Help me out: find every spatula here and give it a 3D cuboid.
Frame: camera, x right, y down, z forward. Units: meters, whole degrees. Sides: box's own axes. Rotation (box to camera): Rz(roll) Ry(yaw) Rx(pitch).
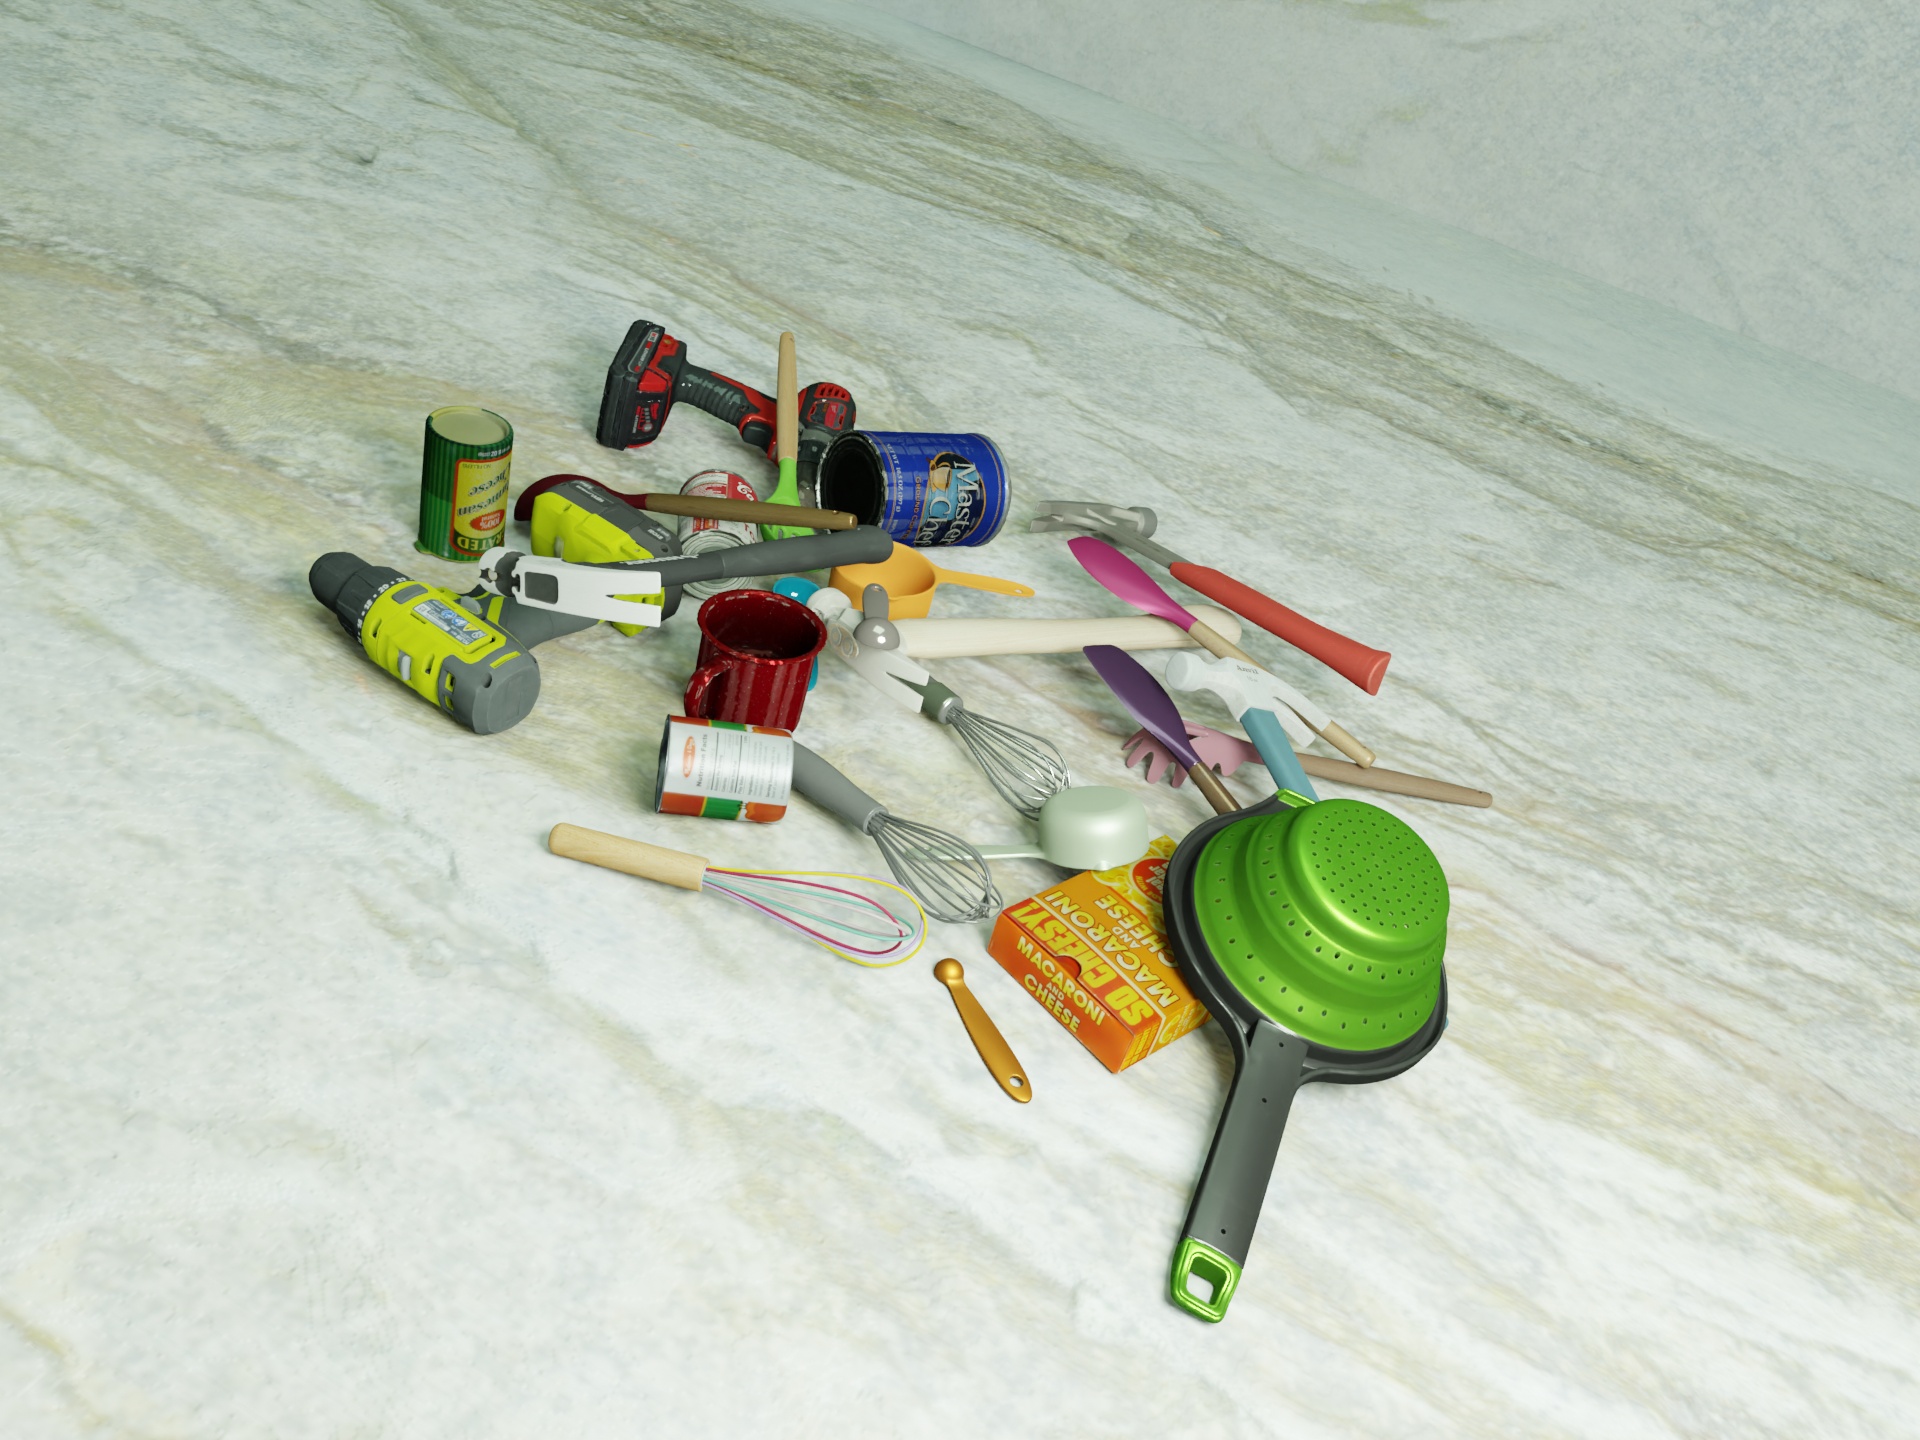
[{"bbox_3d":[0.190,0.054,1.175,0.059,0.018,0.316,-4,49,-42],"label":"spatula"}]

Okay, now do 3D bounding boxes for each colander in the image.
[{"bbox_3d":[0.208,0.168,0.948,0.204,0.094,0.397,30,46,2],"label":"colander"}]

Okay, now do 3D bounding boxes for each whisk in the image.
[{"bbox_3d":[-0.060,0.068,1.062,0.055,0.055,0.239,-18,38,-40],"label":"whisk"},{"bbox_3d":[-0.140,0.106,0.994,0.245,0.047,0.051,14,26,4],"label":"whisk"},{"bbox_3d":[-0.002,-0.004,1.196,0.057,0.059,0.247,-4,33,-46],"label":"whisk"}]

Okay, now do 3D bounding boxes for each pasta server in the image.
[{"bbox_3d":[0.283,0.043,1.271,0.316,0.040,0.060,11,35,-15],"label":"pasta server"}]

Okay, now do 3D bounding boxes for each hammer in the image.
[{"bbox_3d":[0.082,-0.064,1.281,0.410,0.038,0.146,-4,30,-37],"label":"hammer"},{"bbox_3d":[0.258,0.082,1.149,0.128,0.033,0.331,9,44,-33],"label":"hammer"},{"bbox_3d":[-0.165,-0.112,1.146,0.146,0.035,0.334,14,18,36],"label":"hammer"},{"bbox_3d":[0.223,-0.115,1.392,0.149,0.036,0.359,-4,30,-41],"label":"hammer"}]

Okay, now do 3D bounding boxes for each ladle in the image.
[{"bbox_3d":[-0.222,-0.168,1.249,0.315,0.031,0.069,8,36,24],"label":"ladle"}]

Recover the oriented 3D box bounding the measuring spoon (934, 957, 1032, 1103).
[{"bbox_3d":[0.015,0.186,0.969,0.021,0.011,0.117,-6,40,-29],"label":"measuring spoon"}]

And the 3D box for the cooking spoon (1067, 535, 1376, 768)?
[{"bbox_3d":[0.213,-0.063,1.318,0.319,0.017,0.068,41,34,21],"label":"cooking spoon"}]

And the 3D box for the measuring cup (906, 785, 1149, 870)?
[{"bbox_3d":[0.046,0.073,1.086,0.167,0.038,0.083,-3,18,-4],"label":"measuring cup"}]

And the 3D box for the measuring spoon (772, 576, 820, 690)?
[{"bbox_3d":[-0.128,-0.064,1.258,0.042,0.021,0.129,6,45,-17],"label":"measuring spoon"}]

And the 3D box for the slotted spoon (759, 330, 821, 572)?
[{"bbox_3d":[-0.149,-0.239,1.385,0.070,0.031,0.314,31,38,-35],"label":"slotted spoon"}]

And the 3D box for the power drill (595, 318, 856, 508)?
[{"bbox_3d":[-0.210,-0.265,1.447,0.226,0.080,0.188,16,41,-8],"label":"power drill"}]

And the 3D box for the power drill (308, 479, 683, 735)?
[{"bbox_3d":[-0.333,-0.095,1.158,0.191,0.080,0.228,32,40,19],"label":"power drill"}]

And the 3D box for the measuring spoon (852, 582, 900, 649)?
[{"bbox_3d":[-0.061,-0.083,1.168,0.034,0.018,0.124,12,24,-9],"label":"measuring spoon"}]

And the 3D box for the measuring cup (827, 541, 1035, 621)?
[{"bbox_3d":[-0.026,-0.100,1.316,0.173,0.052,0.095,7,36,-17],"label":"measuring cup"}]
